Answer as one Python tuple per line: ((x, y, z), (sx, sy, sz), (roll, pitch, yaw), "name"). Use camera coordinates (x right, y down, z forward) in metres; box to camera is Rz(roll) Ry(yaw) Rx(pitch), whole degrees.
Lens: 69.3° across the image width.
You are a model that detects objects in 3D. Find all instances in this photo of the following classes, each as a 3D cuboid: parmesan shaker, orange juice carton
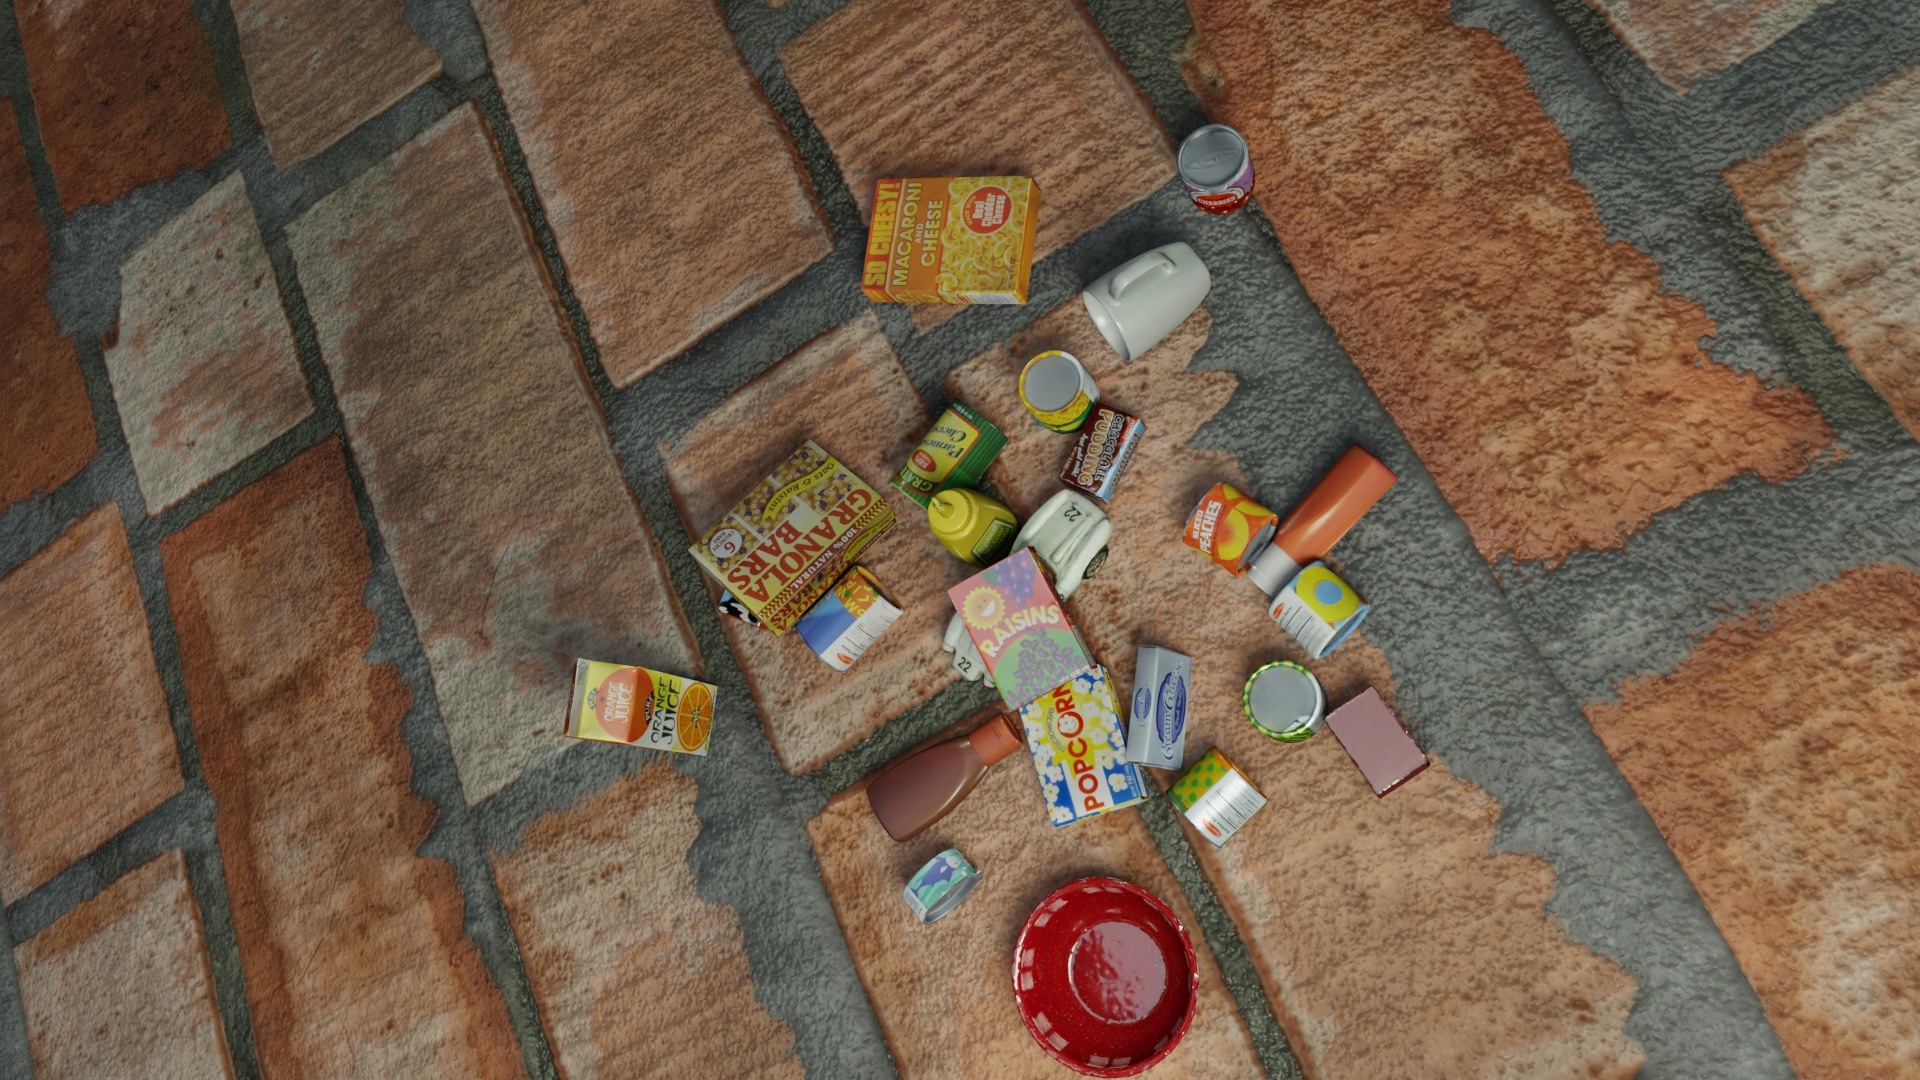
((-0.012, -0.079, 1.337), (0.071, 0.071, 0.103), (38, 92, 23), "parmesan shaker")
((-0.313, 0.160, 1.323), (0.073, 0.192, 0.072), (2, 78, 20), "orange juice carton")

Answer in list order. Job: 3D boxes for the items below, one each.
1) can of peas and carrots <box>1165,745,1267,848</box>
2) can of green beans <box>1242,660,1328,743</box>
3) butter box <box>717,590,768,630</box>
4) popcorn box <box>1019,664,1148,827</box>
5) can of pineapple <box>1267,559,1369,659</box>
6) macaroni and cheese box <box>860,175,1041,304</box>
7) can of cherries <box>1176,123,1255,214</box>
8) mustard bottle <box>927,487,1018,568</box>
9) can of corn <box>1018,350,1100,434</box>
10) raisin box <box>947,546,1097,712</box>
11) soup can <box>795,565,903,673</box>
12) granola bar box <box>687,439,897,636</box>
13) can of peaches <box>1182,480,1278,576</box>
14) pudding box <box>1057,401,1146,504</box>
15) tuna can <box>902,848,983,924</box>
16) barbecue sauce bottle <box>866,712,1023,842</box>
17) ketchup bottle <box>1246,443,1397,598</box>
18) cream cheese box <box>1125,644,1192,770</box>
((0.218, 0.217, 1.184), (0.058, 0.071, 0.071), (-45, 67, 5), "can of peas and carrots")
((0.277, 0.138, 1.183), (0.071, 0.058, 0.071), (-5, 76, 20), "can of green beans")
((-0.202, 0.034, 1.403), (0.053, 0.024, 0.103), (19, 85, 23), "butter box")
((0.108, 0.184, 1.245), (0.085, 0.038, 0.127), (-21, 71, 15), "popcorn box")
((0.307, 0.058, 1.187), (0.071, 0.071, 0.058), (-46, 68, 5), "can of pineapple")
((-0.009, -0.302, 1.402), (0.166, 0.040, 0.124), (4, 79, 21), "macaroni and cheese box")
((0.241, -0.347, 1.309), (0.071, 0.058, 0.071), (-4, 76, 18), "can of cherries")
((0.005, -0.016, 1.264), (0.049, 0.160, 0.065), (36, 93, 22), "mustard bottle")
((0.092, -0.139, 1.316), (0.071, 0.058, 0.071), (-5, 76, 19), "can of corn")
((0.055, 0.078, 1.234), (0.086, 0.040, 0.123), (-29, 81, 10), "raisin box")
((-0.108, 0.073, 1.337), (0.083, 0.071, 0.071), (-45, 67, 5), "soup can")
((-0.163, -0.004, 1.360), (0.166, 0.039, 0.124), (-44, 61, -14), "granola bar box")
((0.237, -0.009, 1.225), (0.058, 0.071, 0.071), (36, 92, 22), "can of peaches")
((0.133, -0.082, 1.303), (0.050, 0.030, 0.083), (27, 88, 23), "pudding box")
((-0.016, 0.309, 1.248), (0.071, 0.071, 0.033), (-47, 66, 5), "tuna can")
((-0.012, 0.214, 1.280), (0.148, 0.043, 0.065), (-36, 68, 9), "barbecue sauce bottle")
((0.310, -0.015, 1.207), (0.043, 0.065, 0.148), (38, 102, -12), "ketchup bottle")
((0.175, 0.147, 1.220), (0.024, 0.053, 0.104), (-3, 75, 47), "cream cheese box")
